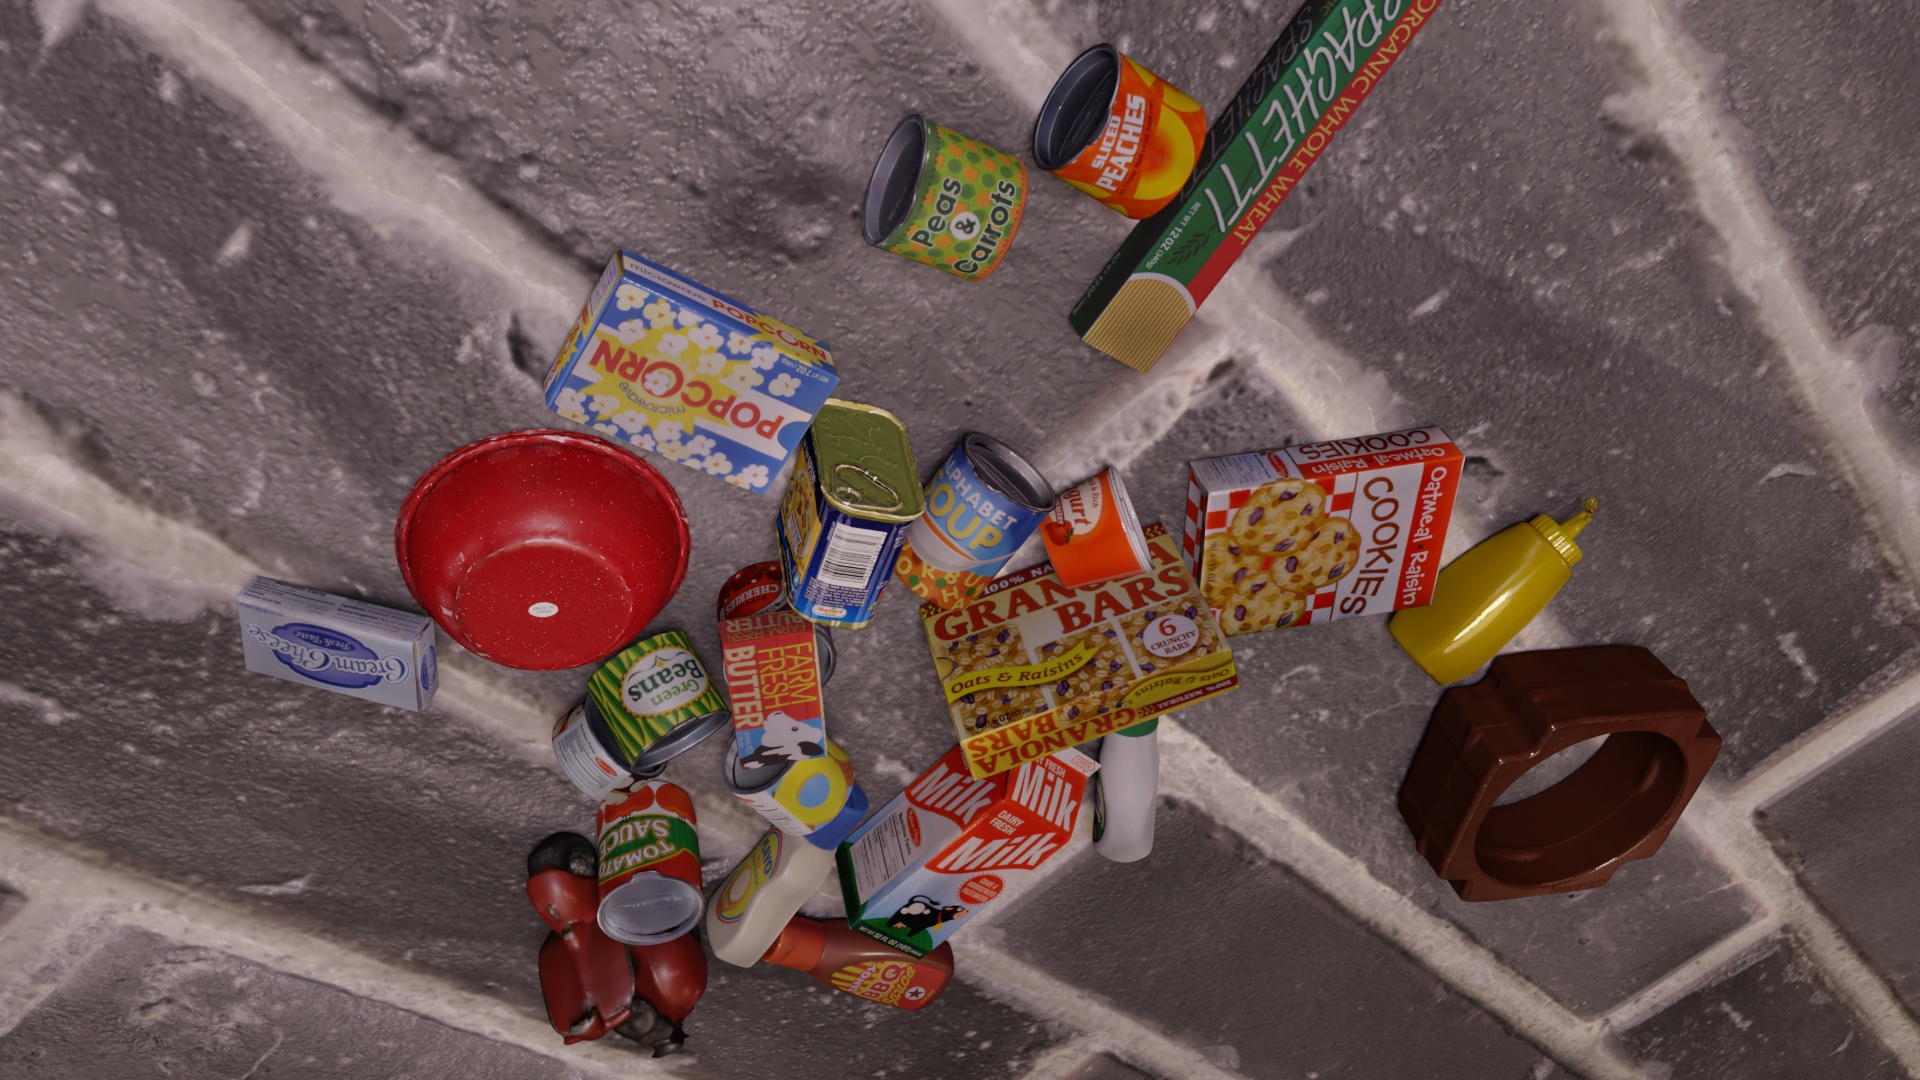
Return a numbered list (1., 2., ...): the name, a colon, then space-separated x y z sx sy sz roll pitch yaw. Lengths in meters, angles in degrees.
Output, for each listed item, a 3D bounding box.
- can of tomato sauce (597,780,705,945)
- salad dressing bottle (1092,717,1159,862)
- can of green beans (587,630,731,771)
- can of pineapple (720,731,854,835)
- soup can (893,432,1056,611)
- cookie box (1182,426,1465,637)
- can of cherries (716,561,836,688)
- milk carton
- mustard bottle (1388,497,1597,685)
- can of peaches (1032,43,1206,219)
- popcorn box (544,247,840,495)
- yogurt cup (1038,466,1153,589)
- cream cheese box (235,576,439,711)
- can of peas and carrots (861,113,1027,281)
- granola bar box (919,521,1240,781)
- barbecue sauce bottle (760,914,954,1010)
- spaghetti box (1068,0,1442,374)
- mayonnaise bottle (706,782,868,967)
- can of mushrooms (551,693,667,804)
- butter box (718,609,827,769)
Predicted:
1. can of tomato sauce: -0.203 0.207 0.901 0.071 0.083 0.070 -8 128 -10
2. salad dressing bottle: 0.117 0.155 0.970 0.044 0.064 0.147 3 119 6
3. can of green beans: -0.178 0.094 0.821 0.071 0.058 0.071 -31 167 -8
4. can of pineapple: -0.109 0.146 0.894 0.071 0.071 0.057 -32 129 10
5. soup can: 0.003 -0.010 0.801 0.071 0.071 0.083 25 117 -30
6. cookie box: 0.228 -0.004 0.890 0.168 0.040 0.122 -8 129 -8
7. can of cherries: -0.111 0.053 0.825 0.071 0.059 0.071 -7 129 -9
8. milk carton: 0.006 0.199 0.961 0.190 0.074 0.072 -43 126 17
9. mustard bottle: 0.369 0.029 0.940 0.160 0.065 0.048 -42 122 12
10. can of peaches: 0.078 -0.197 0.677 0.058 0.071 0.071 22 118 -30
11. popcorn box: -0.139 -0.086 0.723 0.126 0.038 0.085 23 117 -29
12. yogurt cup: 0.079 -0.004 0.833 0.054 0.073 0.072 -20 130 11
13. cream cheese box: -0.341 0.057 0.762 0.104 0.024 0.053 14 126 1
14. can of peas and carrots: -0.007 -0.165 0.678 0.059 0.071 0.070 15 121 -26
15. granola bar box: 0.067 0.063 0.840 0.166 0.125 0.039 -19 129 -1
16. barbecue sauce bottle: -0.080 0.312 1.044 0.148 0.044 0.064 24 118 -30
17. spaghetti box: 0.150 -0.197 0.725 0.050 0.029 0.249 23 118 -30
18. mayonnaise bottle: -0.119 0.223 0.954 0.041 0.065 0.147 29 111 -28
19. can of mushrooms: -0.213 0.125 0.849 0.033 0.071 0.071 -39 127 15
20. butter box: -0.106 0.086 0.796 0.053 0.024 0.103 -8 130 -9
